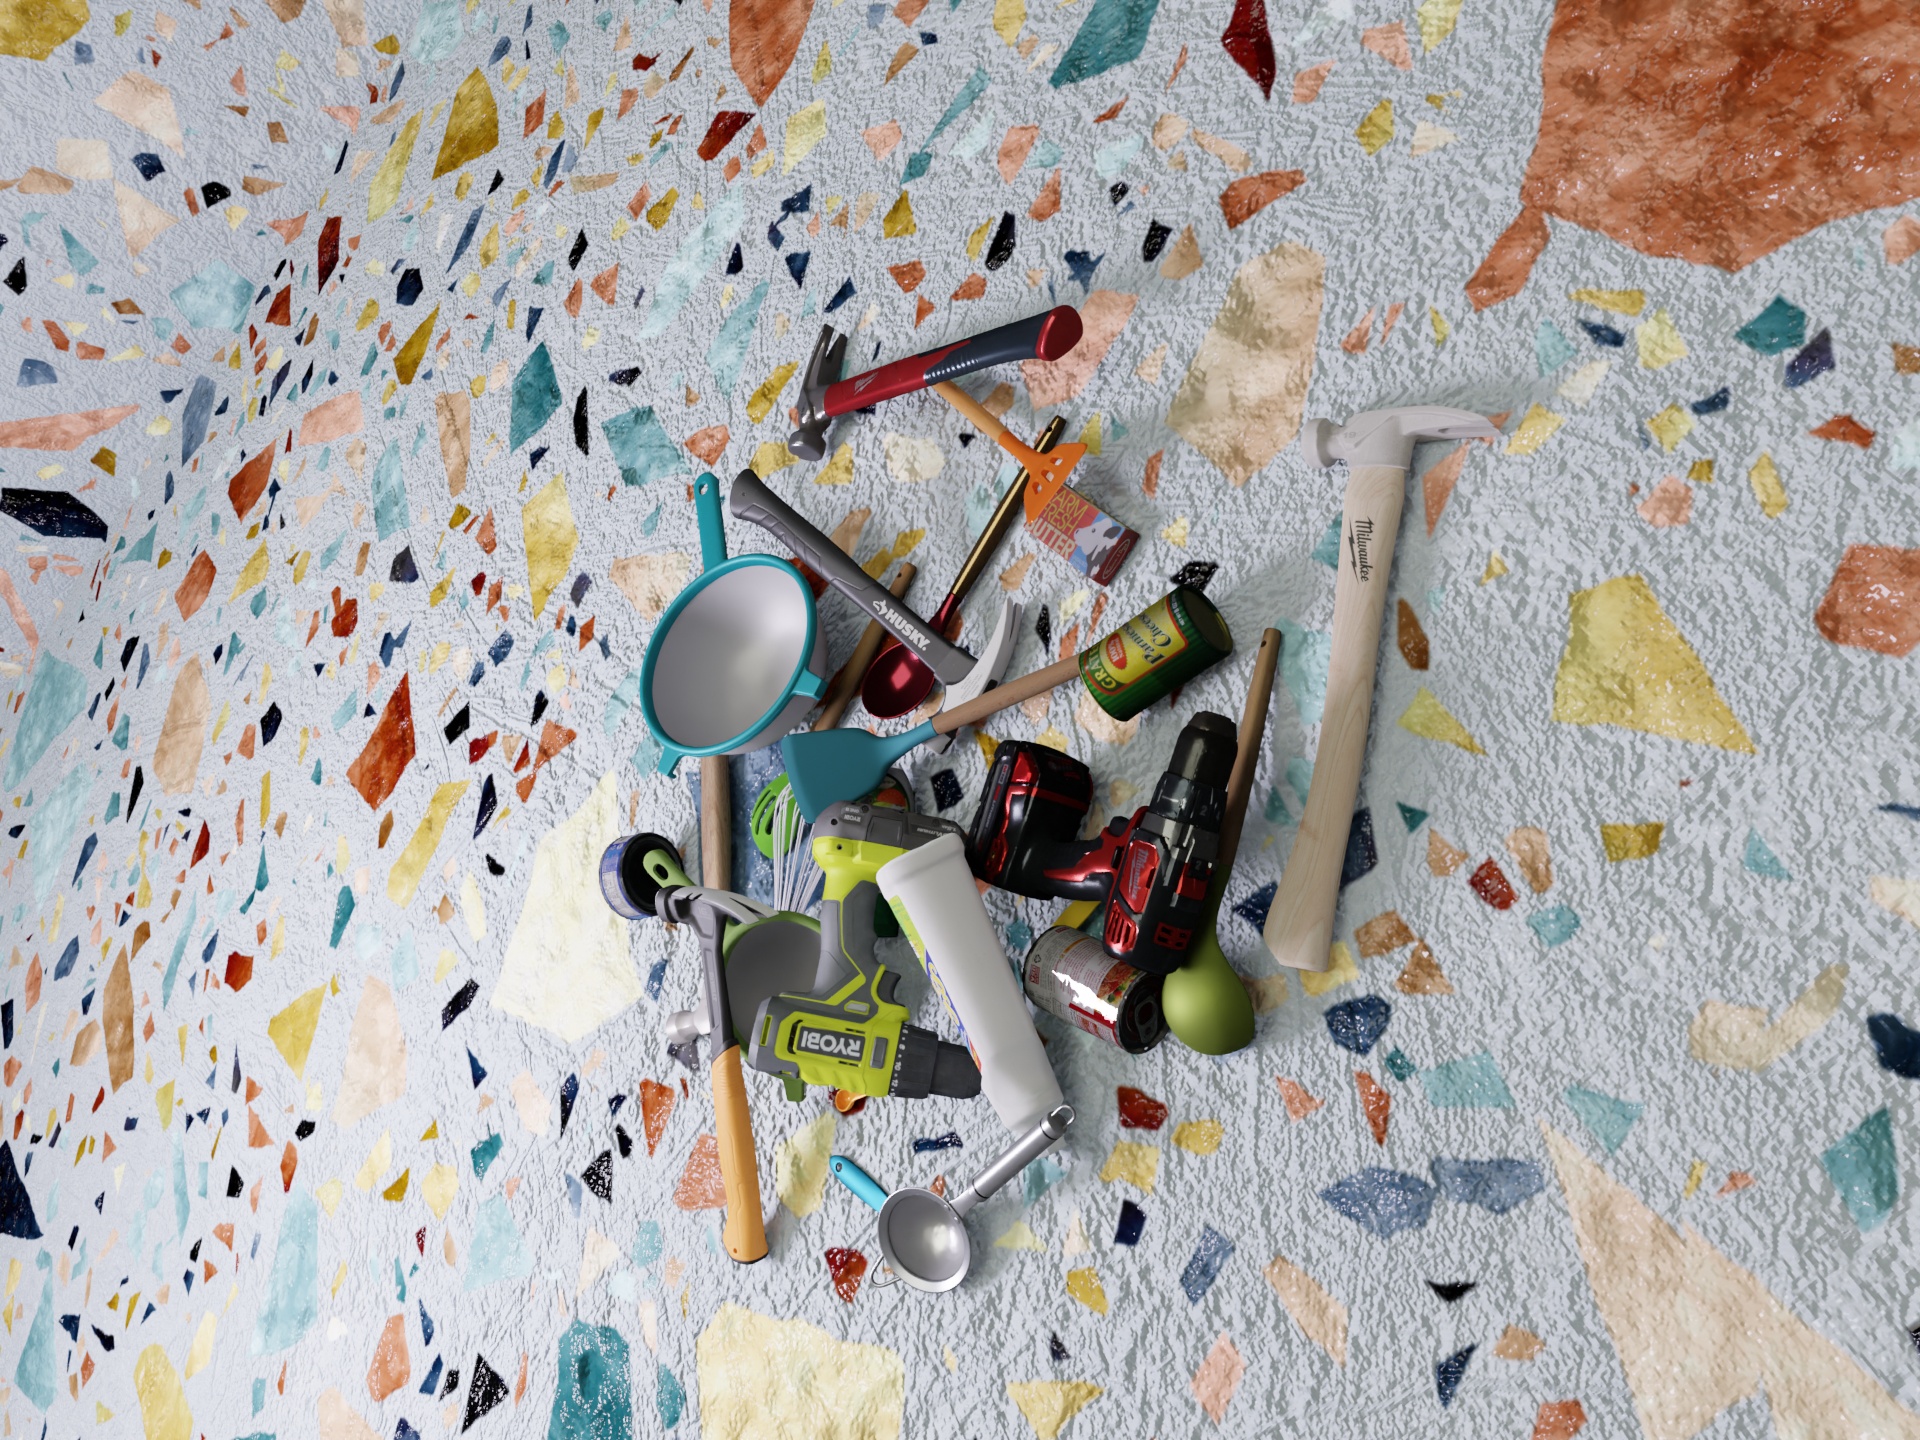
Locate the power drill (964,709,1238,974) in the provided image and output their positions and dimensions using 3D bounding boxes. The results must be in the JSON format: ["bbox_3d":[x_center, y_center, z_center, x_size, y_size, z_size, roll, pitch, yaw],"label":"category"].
[{"bbox_3d":[0.110,0.071,1.187,0.227,0.080,0.188,18,90,56],"label":"power drill"}]

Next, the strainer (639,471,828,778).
[{"bbox_3d":[-0.214,-0.100,1.575,0.211,0.095,0.341,-28,53,21],"label":"strainer"}]

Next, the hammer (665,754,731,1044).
[{"bbox_3d":[-0.237,0.141,1.556,0.130,0.031,0.332,-22,62,36],"label":"hammer"}]

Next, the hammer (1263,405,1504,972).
[{"bbox_3d":[0.285,-0.025,1.131,0.146,0.038,0.411,3,79,42],"label":"hammer"}]

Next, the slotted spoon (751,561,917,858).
[{"bbox_3d":[-0.121,-0.010,1.505,0.070,0.031,0.314,35,99,46],"label":"slotted spoon"}]

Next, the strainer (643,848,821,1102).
[{"bbox_3d":[-0.176,0.200,1.410,0.256,0.069,0.151,42,110,14],"label":"strainer"}]

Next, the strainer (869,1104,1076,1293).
[{"bbox_3d":[0.013,0.364,1.220,0.087,0.050,0.258,50,124,14],"label":"strainer"}]

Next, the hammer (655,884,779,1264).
[{"bbox_3d":[-0.194,0.310,1.366,0.127,0.034,0.337,4,103,42],"label":"hammer"}]

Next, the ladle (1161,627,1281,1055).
[{"bbox_3d":[0.207,0.085,1.168,0.078,0.062,0.320,-12,60,59],"label":"ladle"}]

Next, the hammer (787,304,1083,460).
[{"bbox_3d":[-0.029,-0.342,1.486,0.386,0.038,0.143,-4,69,50],"label":"hammer"}]

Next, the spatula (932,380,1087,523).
[{"bbox_3d":[0.024,-0.268,1.430,0.081,0.041,0.323,-53,42,12],"label":"spatula"}]

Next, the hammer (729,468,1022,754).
[{"bbox_3d":[-0.090,-0.127,1.437,0.335,0.035,0.146,41,100,23],"label":"hammer"}]

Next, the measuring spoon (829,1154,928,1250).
[{"bbox_3d":[-0.076,0.399,1.327,0.129,0.021,0.042,27,95,43],"label":"measuring spoon"}]

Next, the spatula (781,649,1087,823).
[{"bbox_3d":[-0.002,-0.004,1.339,0.317,0.044,0.082,-24,74,20],"label":"spatula"}]

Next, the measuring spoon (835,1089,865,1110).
[{"bbox_3d":[-0.062,0.304,1.358,0.117,0.011,0.021,-34,54,25],"label":"measuring spoon"}]

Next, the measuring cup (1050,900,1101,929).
[{"bbox_3d":[0.118,0.136,1.243,0.156,0.029,0.062,-50,39,35],"label":"measuring cup"}]

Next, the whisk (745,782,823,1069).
[{"bbox_3d":[-0.160,0.180,1.459,0.070,0.070,0.284,12,89,44],"label":"whisk"}]

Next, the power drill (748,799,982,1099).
[{"bbox_3d":[-0.058,0.194,1.304,0.190,0.080,0.229,11,73,0],"label":"power drill"}]

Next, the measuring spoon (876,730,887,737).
[{"bbox_3d":[-0.079,0.070,1.451,0.034,0.018,0.124,-4,67,38],"label":"measuring spoon"}]

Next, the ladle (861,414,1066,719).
[{"bbox_3d":[0.008,-0.135,1.428,0.069,0.031,0.315,37,100,31],"label":"ladle"}]
